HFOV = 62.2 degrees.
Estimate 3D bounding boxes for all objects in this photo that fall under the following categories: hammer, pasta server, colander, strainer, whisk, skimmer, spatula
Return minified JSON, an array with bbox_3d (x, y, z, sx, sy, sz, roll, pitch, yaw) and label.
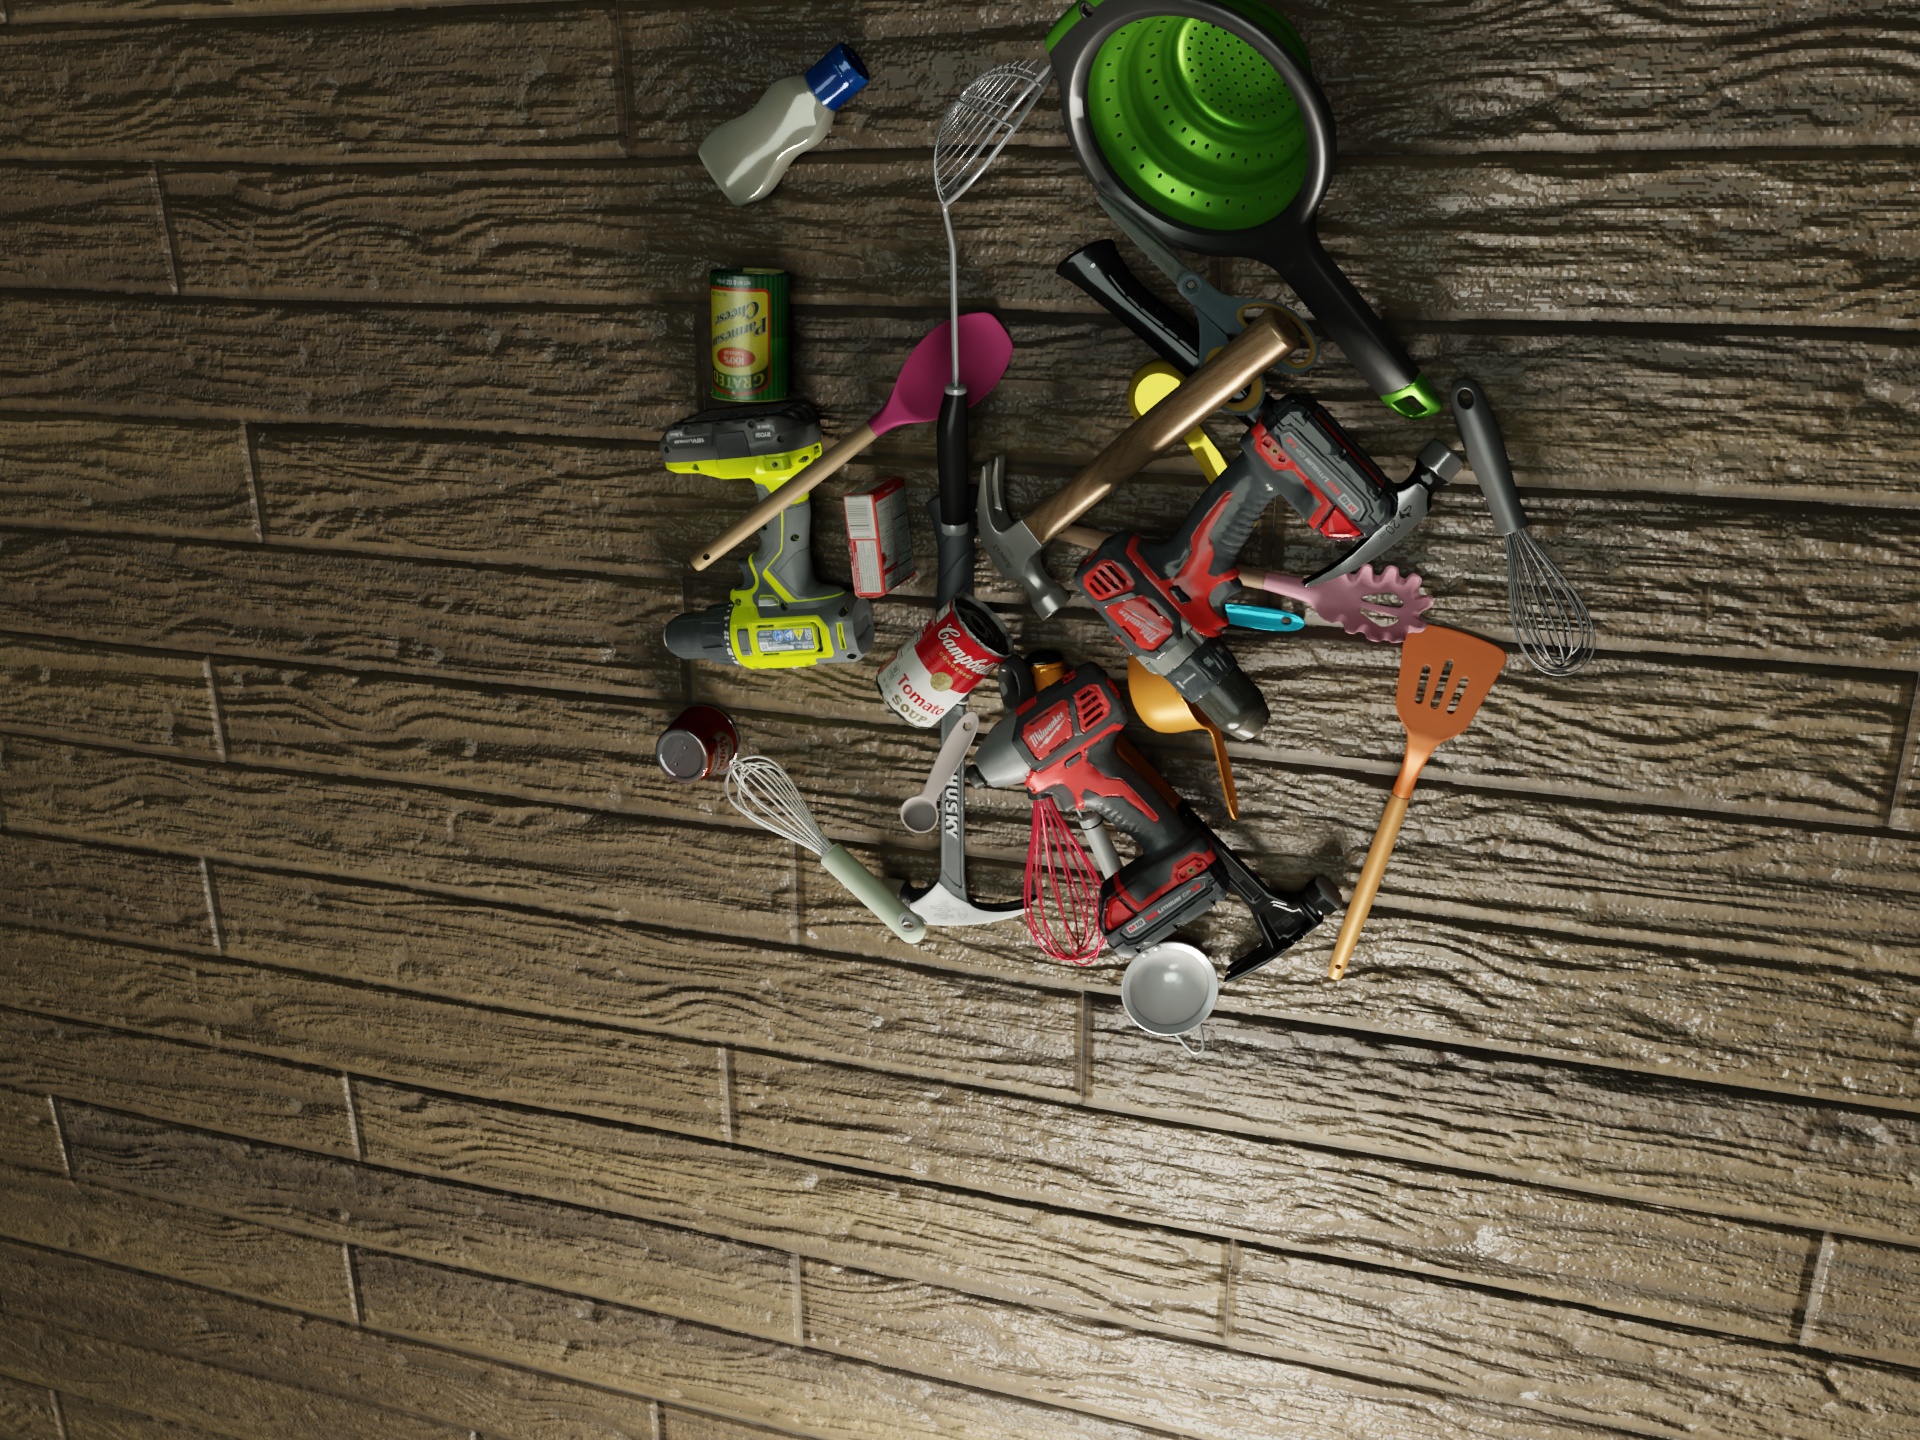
[{"bbox_3d":[0.128,-0.208,1.225,0.130,0.031,0.331,52,133,-2],"label":"hammer"},{"bbox_3d":[0.218,-0.121,1.278,0.316,0.040,0.060,16,89,15],"label":"pasta server"},{"bbox_3d":[0.167,0.073,1.367,0.337,0.034,0.127,46,115,-1],"label":"hammer"},{"bbox_3d":[0.236,-0.385,1.151,0.396,0.094,0.204,44,152,-20],"label":"colander"},{"bbox_3d":[0.156,0.175,1.389,0.087,0.050,0.258,-25,106,1],"label":"strainer"},{"bbox_3d":[-0.002,-0.004,1.397,0.149,0.036,0.408,6,110,16],"label":"hammer"},{"bbox_3d":[-0.125,0.117,1.456,0.246,0.058,0.059,41,156,14],"label":"whisk"},{"bbox_3d":[0.208,-0.245,1.213,0.335,0.035,0.146,40,103,0],"label":"hammer"},{"bbox_3d":[0.025,-0.317,1.234,0.090,0.127,0.363,0,116,0],"label":"skimmer"},{"bbox_3d":[0.073,0.082,1.375,0.073,0.073,0.295,-6,109,21],"label":"whisk"},{"bbox_3d":[0.419,-0.146,1.196,0.055,0.055,0.239,-20,97,24],"label":"whisk"},{"bbox_3d":[0.357,0.078,1.310,0.081,0.041,0.322,18,118,11],"label":"spatula"}]

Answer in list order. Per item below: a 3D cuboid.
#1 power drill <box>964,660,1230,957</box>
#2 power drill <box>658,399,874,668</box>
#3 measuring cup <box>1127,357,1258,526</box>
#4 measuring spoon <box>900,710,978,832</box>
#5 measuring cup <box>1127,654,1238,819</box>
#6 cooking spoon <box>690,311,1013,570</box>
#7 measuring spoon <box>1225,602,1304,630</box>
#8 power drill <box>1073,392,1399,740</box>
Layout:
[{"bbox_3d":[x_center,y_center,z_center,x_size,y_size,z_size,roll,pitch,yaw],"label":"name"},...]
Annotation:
[{"bbox_3d":[0.111,0.076,1.306,0.143,0.078,0.219,-34,96,7],"label":"power drill"},{"bbox_3d":[-0.185,-0.153,1.384,0.190,0.080,0.228,-2,111,18],"label":"power drill"},{"bbox_3d":[0.187,-0.216,1.257,0.062,0.029,0.156,-34,93,26],"label":"measuring cup"},{"bbox_3d":[-0.014,0.043,1.394,0.034,0.018,0.124,29,107,3],"label":"measuring spoon"},{"bbox_3d":[0.185,0.005,1.308,0.052,0.095,0.173,-8,109,30],"label":"measuring cup"},{"bbox_3d":[-0.093,-0.223,1.299,0.319,0.017,0.068,-37,112,4],"label":"cooking spoon"},{"bbox_3d":[0.218,-0.093,1.303,0.128,0.021,0.042,10,128,6],"label":"measuring spoon"},{"bbox_3d":[0.219,-0.110,1.184,0.188,0.080,0.226,47,115,0],"label":"power drill"}]
